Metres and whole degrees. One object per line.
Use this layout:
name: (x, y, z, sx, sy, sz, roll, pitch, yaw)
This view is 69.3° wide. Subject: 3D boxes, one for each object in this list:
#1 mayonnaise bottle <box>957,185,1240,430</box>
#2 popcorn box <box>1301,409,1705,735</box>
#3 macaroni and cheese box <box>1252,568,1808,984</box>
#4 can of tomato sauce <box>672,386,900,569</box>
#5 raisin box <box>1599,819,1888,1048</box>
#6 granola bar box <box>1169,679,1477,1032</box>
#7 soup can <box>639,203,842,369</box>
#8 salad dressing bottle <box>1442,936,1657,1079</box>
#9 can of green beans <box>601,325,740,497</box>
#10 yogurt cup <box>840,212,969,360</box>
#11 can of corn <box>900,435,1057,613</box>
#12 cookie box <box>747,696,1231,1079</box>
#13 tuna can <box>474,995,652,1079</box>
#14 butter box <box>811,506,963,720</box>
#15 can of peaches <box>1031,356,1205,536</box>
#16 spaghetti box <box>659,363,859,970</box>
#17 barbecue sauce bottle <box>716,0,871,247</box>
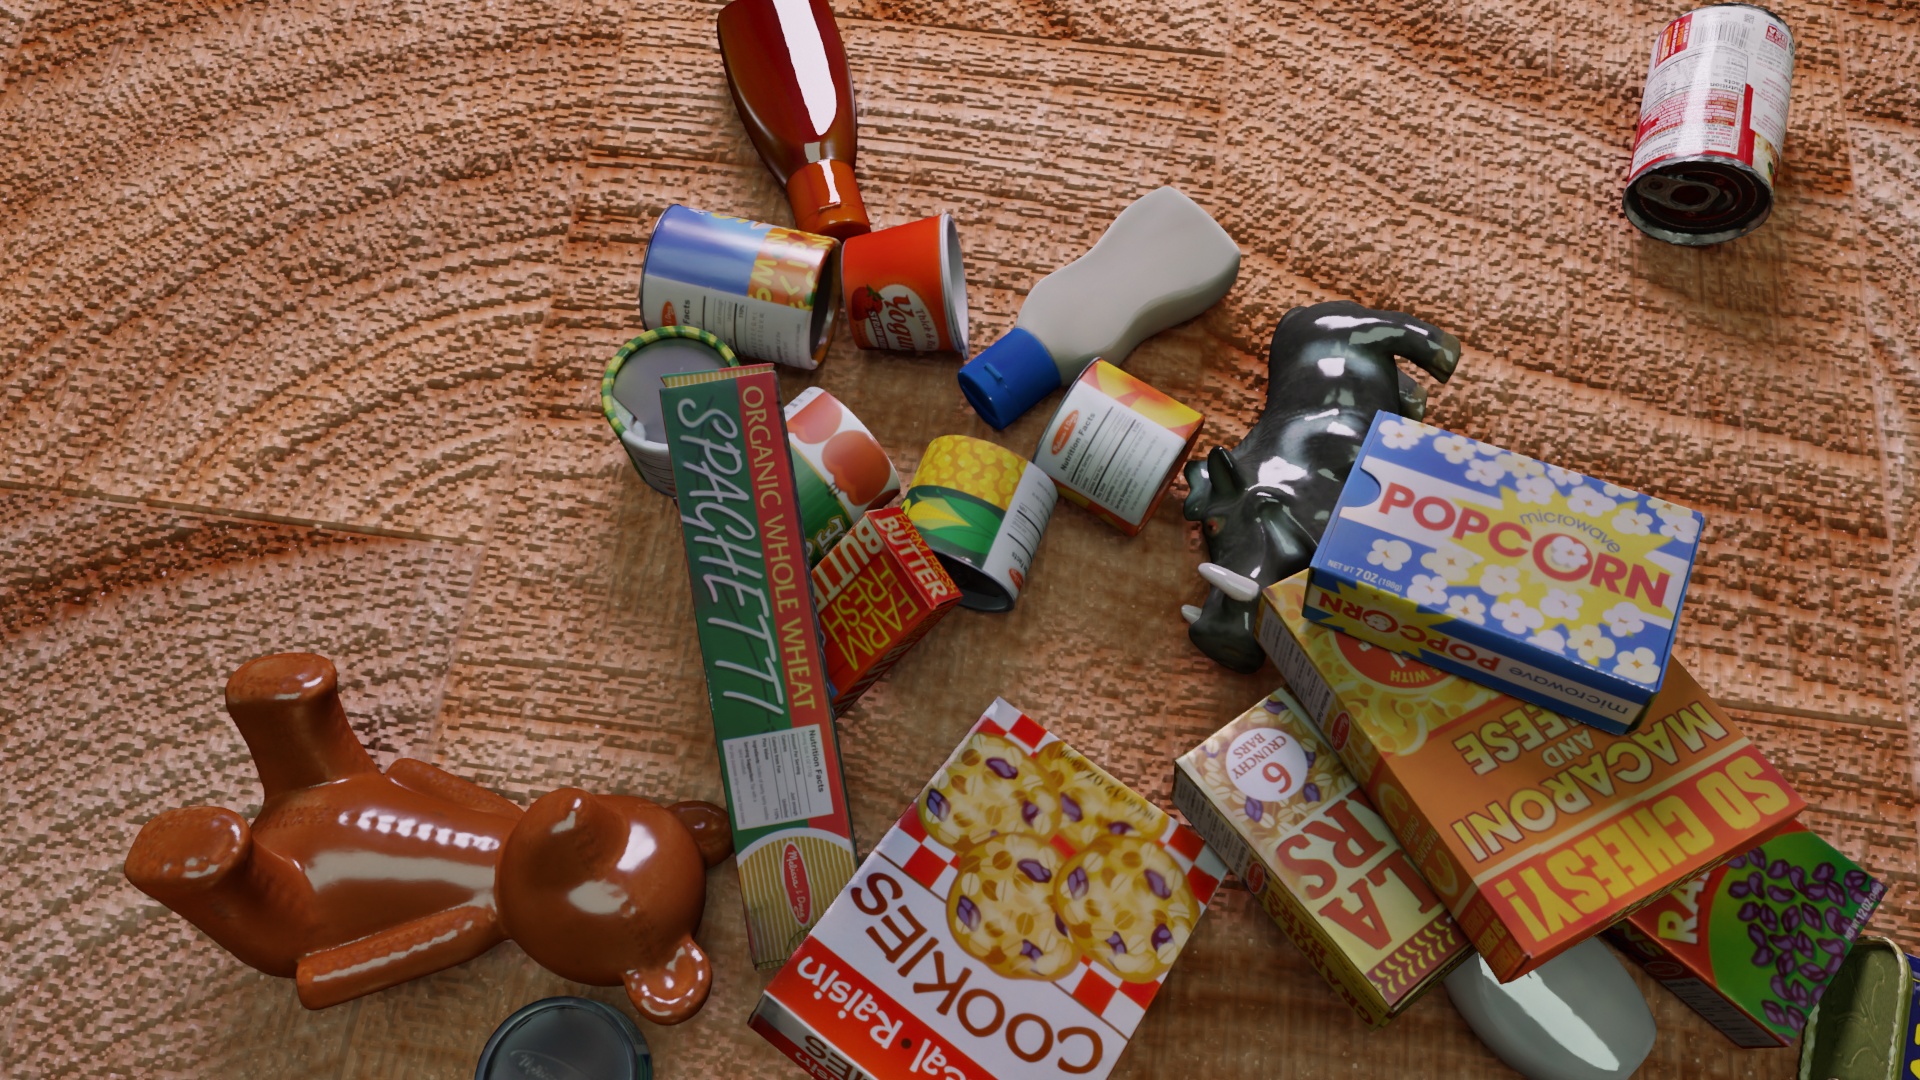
mayonnaise bottle: (0.066, -0.112, 0.688, 0.148, 0.041, 0.065, -38, 71, -11)
popcorn box: (0.205, 0.010, 0.529, 0.127, 0.038, 0.085, 21, 60, 18)
macaroni and cheese box: (0.212, 0.067, 0.538, 0.124, 0.040, 0.167, -23, 57, -11)
can of tomato sauce: (-0.078, -0.019, 0.641, 0.083, 0.071, 0.071, -42, 75, -14)
raisin box: (0.311, 0.141, 0.593, 0.123, 0.040, 0.086, 39, 75, 12)
granola bar box: (0.189, 0.097, 0.568, 0.166, 0.039, 0.124, -32, 60, -16)
soup can: (-0.105, -0.126, 0.681, 0.084, 0.071, 0.071, 12, 71, 4)
salad dressing bottle: (0.216, 0.164, 0.583, 0.064, 0.043, 0.148, -40, 72, -20)
can of green beans: (-0.132, -0.061, 0.661, 0.071, 0.057, 0.071, 0, 70, 0)
yogurt cup: (-0.027, -0.123, 0.681, 0.054, 0.072, 0.072, -6, 70, 7)
can of corn: (0.002, -0.008, 0.636, 0.071, 0.071, 0.058, 21, 71, 8)
cookie box: (0.016, 0.161, 0.558, 0.123, 0.040, 0.168, 34, 52, 11)
tuna can: (-0.163, 0.224, 0.569, 0.071, 0.032, 0.071, 0, 70, 1)
butter box: (-0.049, 0.036, 0.609, 0.103, 0.024, 0.053, -44, 72, 31)
can of peaches: (0.074, -0.044, 0.650, 0.058, 0.071, 0.071, 31, 73, 11)
spaghetti box: (-0.082, 0.051, 0.585, 0.050, 0.028, 0.249, -9, 92, -5)
barbecue sauce bottle: (-0.082, -0.218, 0.726, 0.065, 0.043, 0.149, -15, 71, -5)
